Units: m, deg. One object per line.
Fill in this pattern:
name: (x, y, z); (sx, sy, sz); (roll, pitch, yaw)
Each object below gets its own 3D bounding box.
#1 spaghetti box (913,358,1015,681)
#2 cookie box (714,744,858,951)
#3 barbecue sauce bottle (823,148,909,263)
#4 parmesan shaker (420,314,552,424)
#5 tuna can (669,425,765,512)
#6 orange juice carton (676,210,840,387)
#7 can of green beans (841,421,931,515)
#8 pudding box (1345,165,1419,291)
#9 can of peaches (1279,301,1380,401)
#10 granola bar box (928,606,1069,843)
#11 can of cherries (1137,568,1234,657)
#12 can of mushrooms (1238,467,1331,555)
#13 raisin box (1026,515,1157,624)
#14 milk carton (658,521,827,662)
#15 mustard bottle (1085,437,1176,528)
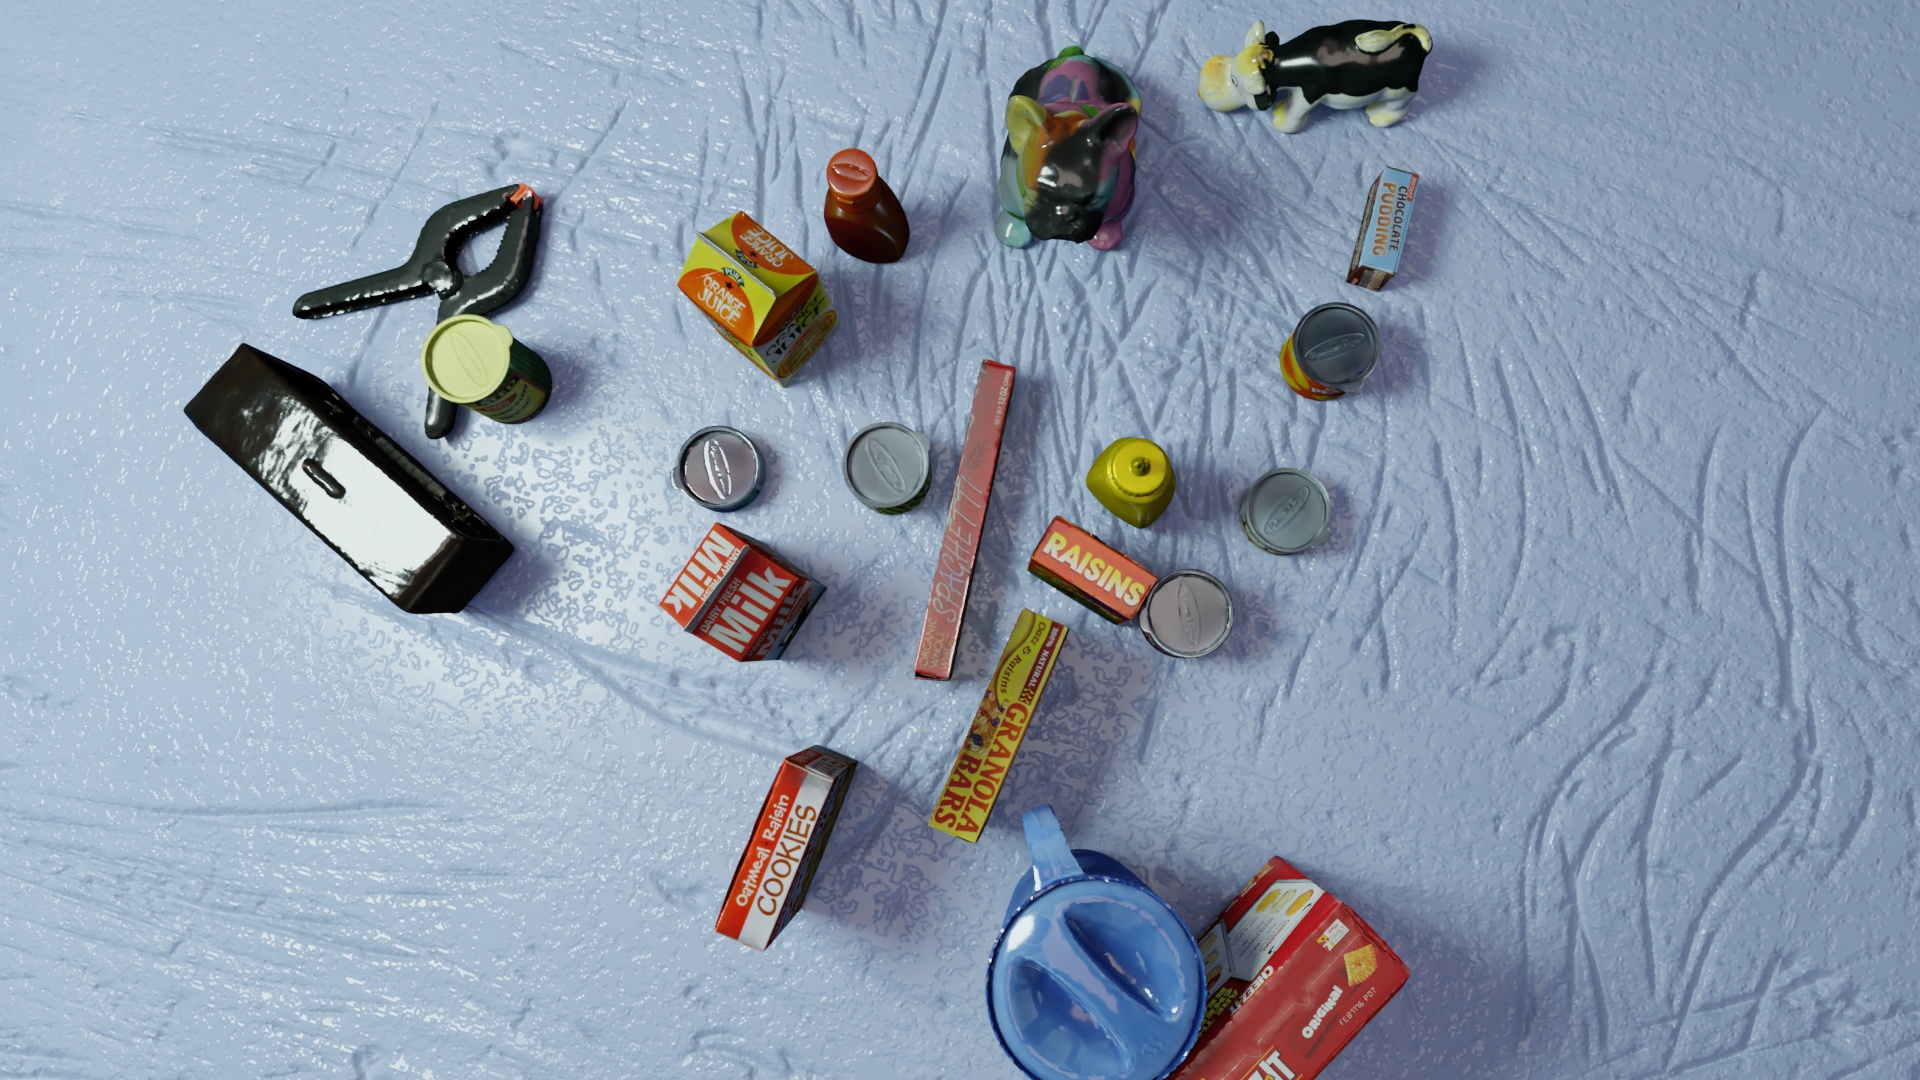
spaghetti box: (0.004, -0.013, 1.073); (0.029, 0.050, 0.250); (12, 85, 3)
cookie box: (-0.121, 0.214, 0.995); (0.040, 0.167, 0.123); (21, 86, 4)
barbecue sauce bottle: (-0.075, -0.252, 1.049); (0.065, 0.148, 0.043); (17, 86, 3)
parmesan shaker: (-0.359, -0.130, 1.068); (0.071, 0.103, 0.071); (0, 85, 2)
tuna can: (-0.190, -0.055, 1.091); (0.071, 0.033, 0.071); (0, 84, 2)
orange juice carton: (-0.148, -0.178, 1.022); (0.072, 0.192, 0.073); (40, 87, 5)
can of green beans: (-0.056, -0.055, 1.075); (0.071, 0.058, 0.071); (0, 85, 2)
pudding box: (0.330, -0.243, 1.086); (0.030, 0.049, 0.084); (15, 85, 3)
can of peaches: (0.285, -0.143, 1.073); (0.071, 0.058, 0.071); (0, 85, 2)
granola bar box: (0.030, 0.133, 1.020); (0.039, 0.124, 0.165); (23, 86, 4)
can of cherries: (0.168, 0.056, 1.057); (0.071, 0.058, 0.071); (0, 85, 2)
can of mushrooms: (0.252, -0.020, 1.074); (0.071, 0.033, 0.071); (0, 84, 2)
raisin box: (0.096, 0.024, 1.029); (0.086, 0.123, 0.040); (32, 87, 4)
milk carton: (-0.157, 0.039, 1.002); (0.073, 0.190, 0.072); (34, 87, 4)
mustard bottle: (0.128, -0.046, 1.017); (0.065, 0.160, 0.049); (39, 87, 5)
